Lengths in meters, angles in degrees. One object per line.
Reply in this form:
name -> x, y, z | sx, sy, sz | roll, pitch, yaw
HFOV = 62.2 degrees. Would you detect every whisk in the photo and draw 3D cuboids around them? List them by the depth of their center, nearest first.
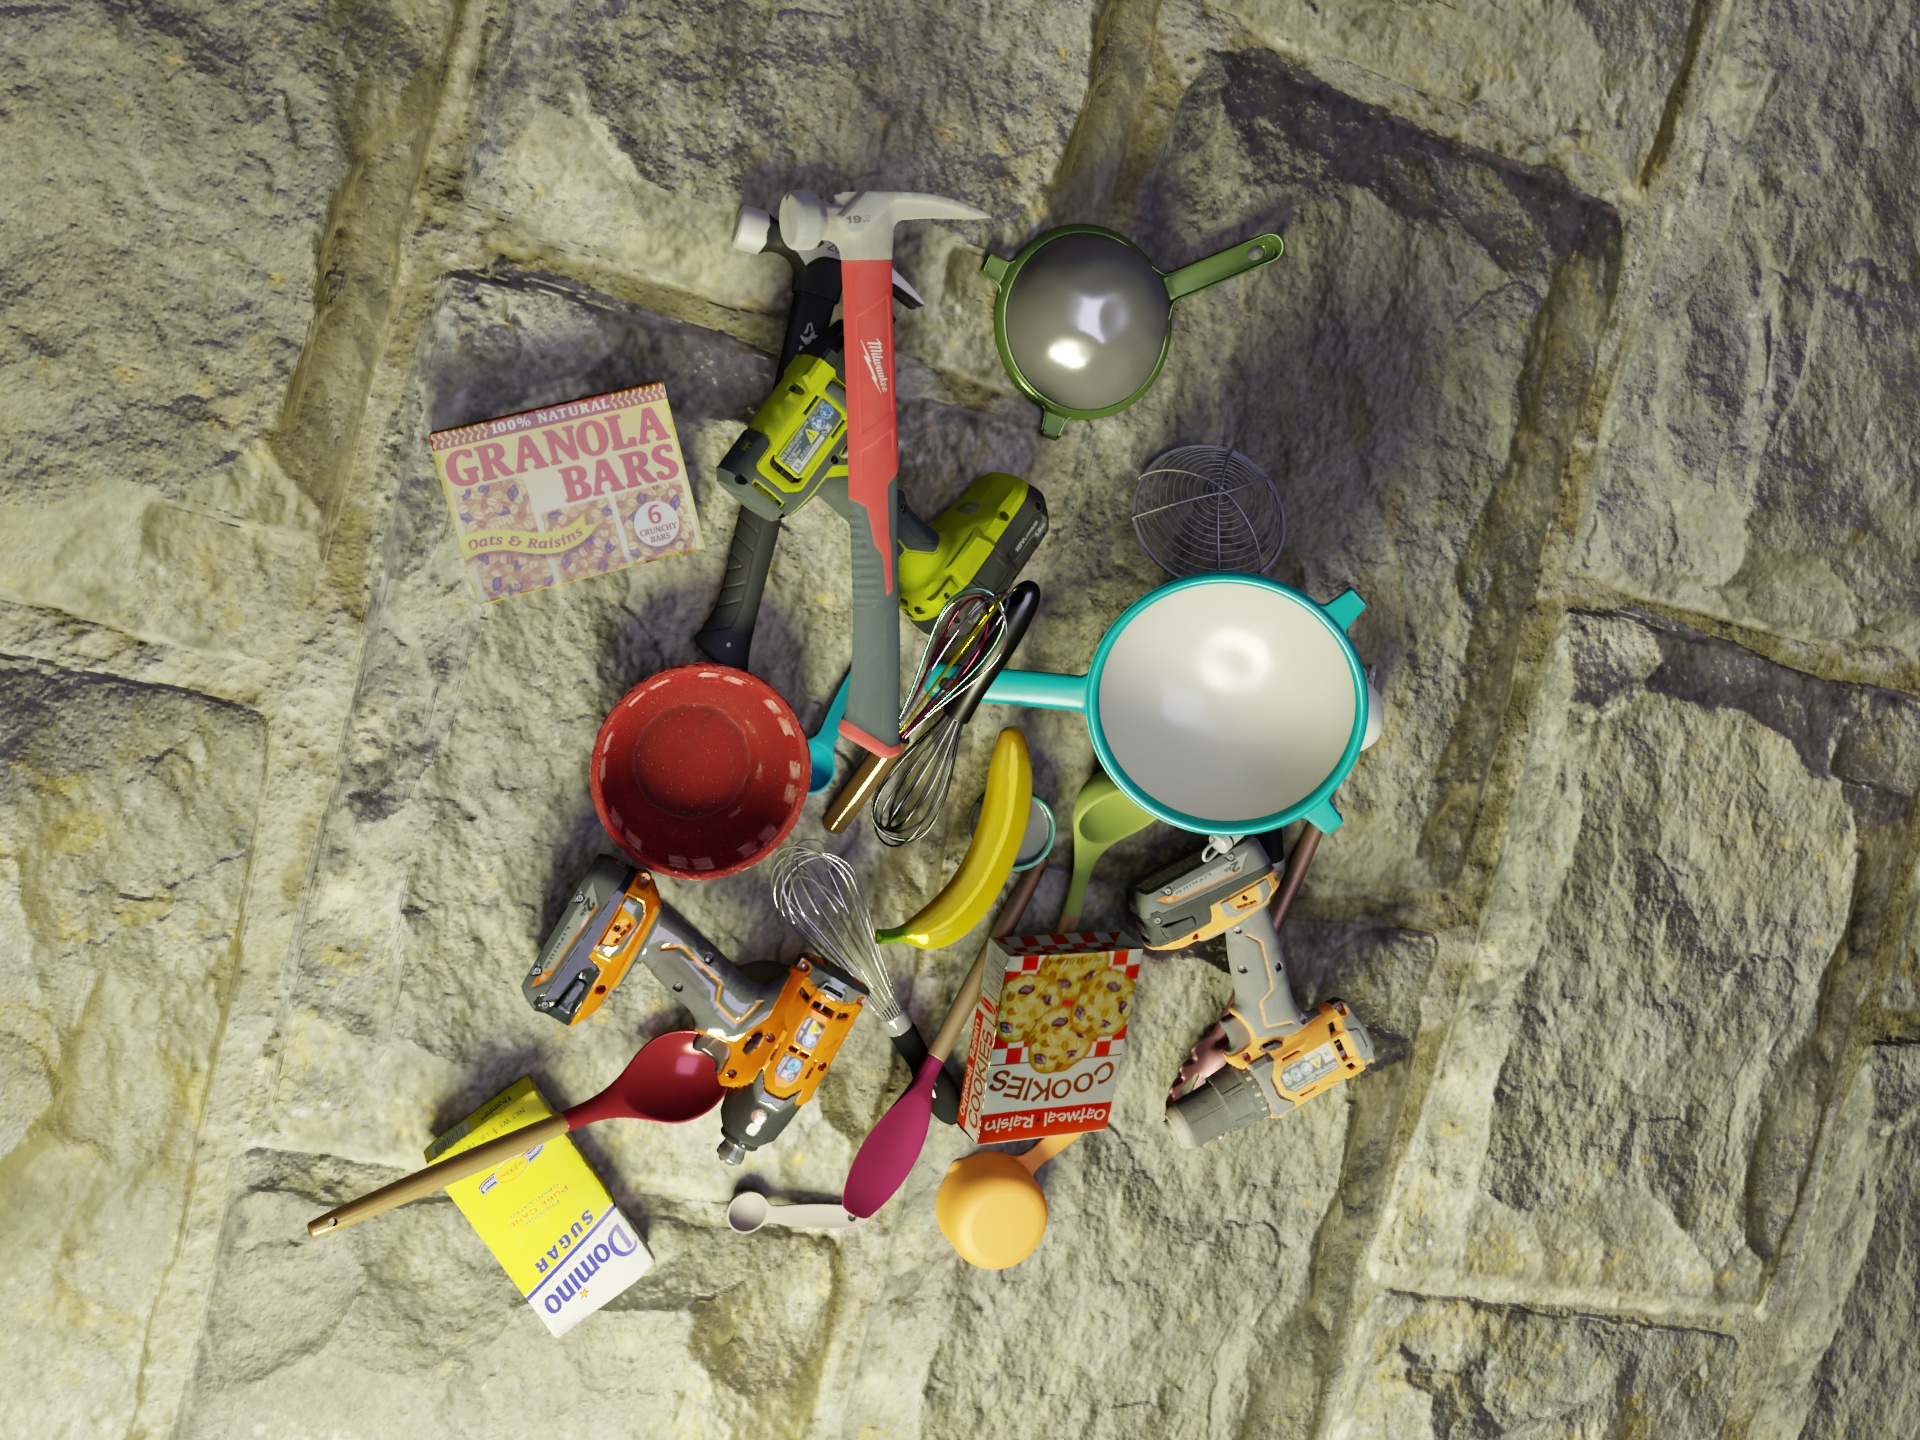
whisk -> -0.037, -0.005, 1.188 | 0.051, 0.047, 0.245 | 22, 118, -29
whisk -> -0.002, -0.004, 1.217 | 0.055, 0.055, 0.239 | 24, 108, -20
whisk -> -0.065, 0.212, 1.254 | 0.070, 0.070, 0.284 | -33, 111, -11

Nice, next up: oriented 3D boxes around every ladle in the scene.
ladle -> -0.309, 0.301, 1.148 | 0.315, 0.031, 0.069 | -18, 84, -33
ladle -> 0.091, 0.188, 1.302 | 0.078, 0.062, 0.320 | 13, 97, -39

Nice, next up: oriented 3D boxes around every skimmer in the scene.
skimmer -> 0.225, -0.047, 1.326 | 0.127, 0.090, 0.363 | -18, 113, -14

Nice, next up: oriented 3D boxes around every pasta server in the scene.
pasta server -> 0.254, 0.214, 1.369 | 0.060, 0.040, 0.316 | 25, 88, -4

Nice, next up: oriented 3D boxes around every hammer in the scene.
hammer -> -0.047, -0.165, 1.106 | 0.143, 0.038, 0.386 | -8, 106, -26
hammer -> -0.132, -0.197, 1.181 | 0.146, 0.035, 0.335 | 13, 94, -19

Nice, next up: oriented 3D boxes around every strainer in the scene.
strainer -> 0.153, -0.330, 1.238 | 0.256, 0.069, 0.151 | -25, 105, -12
strainer -> 0.145, -0.029, 1.248 | 0.340, 0.095, 0.211 | 5, 111, 12
strainer -> 0.285, 0.038, 1.316 | 0.258, 0.050, 0.086 | -39, 139, -24

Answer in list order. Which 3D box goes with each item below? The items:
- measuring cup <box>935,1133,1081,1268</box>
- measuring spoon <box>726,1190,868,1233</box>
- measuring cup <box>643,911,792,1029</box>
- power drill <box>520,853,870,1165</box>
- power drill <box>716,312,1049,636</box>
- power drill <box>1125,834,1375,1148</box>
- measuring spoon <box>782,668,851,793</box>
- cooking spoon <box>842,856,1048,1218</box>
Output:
measuring cup -> 0.061, 0.382, 1.320 | 0.173, 0.052, 0.095 | -38, 108, -8
measuring spoon -> -0.132, 0.396, 1.282 | 0.124, 0.018, 0.034 | 12, 94, -26
measuring cup -> -0.182, 0.198, 1.219 | 0.167, 0.038, 0.083 | 44, 83, -20
power drill -> -0.201, 0.214, 1.166 | 0.226, 0.084, 0.164 | 30, 85, -8
power drill -> -0.046, -0.179, 1.164 | 0.223, 0.080, 0.171 | 39, 84, -32
power drill -> 0.217, 0.228, 1.315 | 0.185, 0.084, 0.226 | -28, 95, -7
measuring spoon -> -0.098, -0.001, 1.234 | 0.042, 0.021, 0.129 | 33, 78, -19
cooking spoon -> -0.008, 0.245, 1.261 | 0.068, 0.017, 0.319 | 45, 68, -45
